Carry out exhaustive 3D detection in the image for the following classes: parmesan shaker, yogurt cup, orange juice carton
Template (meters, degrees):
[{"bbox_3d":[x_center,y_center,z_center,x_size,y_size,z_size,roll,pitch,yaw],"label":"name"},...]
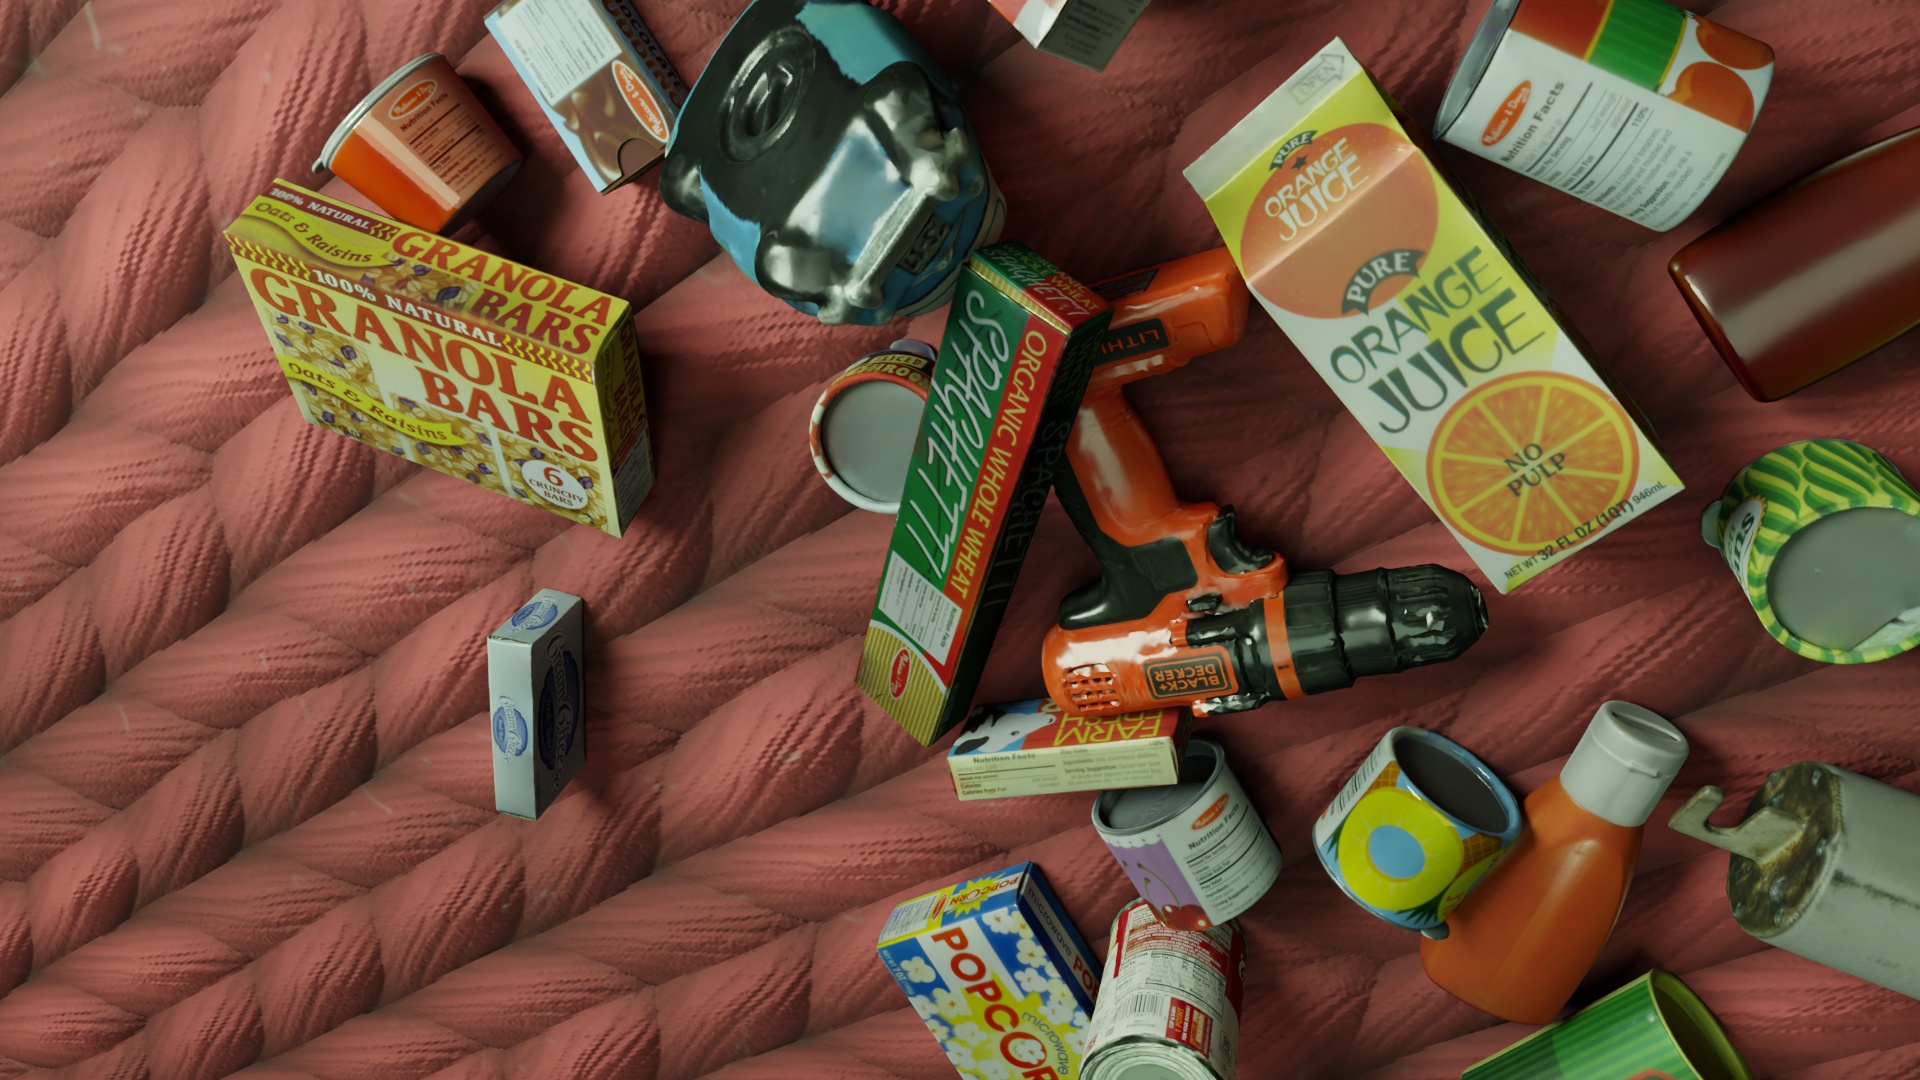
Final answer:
[{"bbox_3d":[0.287,0.246,0.619,0.071,0.071,0.102,43,118,-6],"label":"parmesan shaker"},{"bbox_3d":[-0.223,-0.161,0.583,0.072,0.073,0.054,-36,108,26],"label":"yogurt cup"},{"bbox_3d":[0.167,-0.082,0.501,0.071,0.073,0.192,-38,99,27],"label":"orange juice carton"}]

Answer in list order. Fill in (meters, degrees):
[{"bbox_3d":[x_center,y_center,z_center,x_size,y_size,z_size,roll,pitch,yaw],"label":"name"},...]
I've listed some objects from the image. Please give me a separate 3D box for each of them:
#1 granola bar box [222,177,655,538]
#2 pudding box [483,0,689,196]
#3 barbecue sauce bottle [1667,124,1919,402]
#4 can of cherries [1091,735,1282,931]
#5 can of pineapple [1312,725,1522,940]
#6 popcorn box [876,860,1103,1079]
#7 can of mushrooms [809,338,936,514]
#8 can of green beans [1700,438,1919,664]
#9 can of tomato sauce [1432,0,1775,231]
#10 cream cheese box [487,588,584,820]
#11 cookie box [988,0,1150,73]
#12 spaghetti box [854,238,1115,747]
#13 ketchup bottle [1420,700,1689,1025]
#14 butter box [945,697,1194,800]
[{"bbox_3d":[-0.219,-0.076,0.605,0.166,0.039,0.123,20,146,6],"label":"granola bar box"},{"bbox_3d":[-0.148,-0.190,0.566,0.049,0.030,0.083,-28,104,24],"label":"pudding box"},{"bbox_3d":[0.322,-0.109,0.461,0.148,0.044,0.065,-33,89,25],"label":"barbecue sauce bottle"},{"bbox_3d":[0.100,0.130,0.622,0.071,0.072,0.058,-26,105,25],"label":"can of cherries"},{"bbox_3d":[0.194,0.122,0.588,0.071,0.071,0.057,29,118,2],"label":"can of pineapple"},{"bbox_3d":[0.027,0.230,0.700,0.085,0.038,0.126,-25,105,24],"label":"popcorn box"},{"bbox_3d":[-0.029,-0.048,0.594,0.071,0.033,0.070,6,115,14],"label":"can of mushrooms"},{"bbox_3d":[0.318,0.003,0.505,0.071,0.058,0.071,6,115,13],"label":"can of green beans"},{"bbox_3d":[0.212,-0.151,0.463,0.083,0.071,0.071,24,118,4],"label":"can of tomato sauce"},{"bbox_3d":[-0.210,0.081,0.692,0.024,0.053,0.103,11,116,9],"label":"cream cheese box"},{"bbox_3d":[0.048,-0.258,0.444,0.123,0.040,0.166,53,122,27],"label":"cookie box"},{"bbox_3d":[0.002,-0.007,0.556,0.050,0.029,0.248,39,140,20],"label":"spaghetti box"},{"bbox_3d":[0.255,0.137,0.591,0.065,0.044,0.148,21,117,5],"label":"ketchup bottle"},{"bbox_3d":[0.050,0.091,0.623,0.103,0.053,0.024,-8,108,18],"label":"butter box"}]
